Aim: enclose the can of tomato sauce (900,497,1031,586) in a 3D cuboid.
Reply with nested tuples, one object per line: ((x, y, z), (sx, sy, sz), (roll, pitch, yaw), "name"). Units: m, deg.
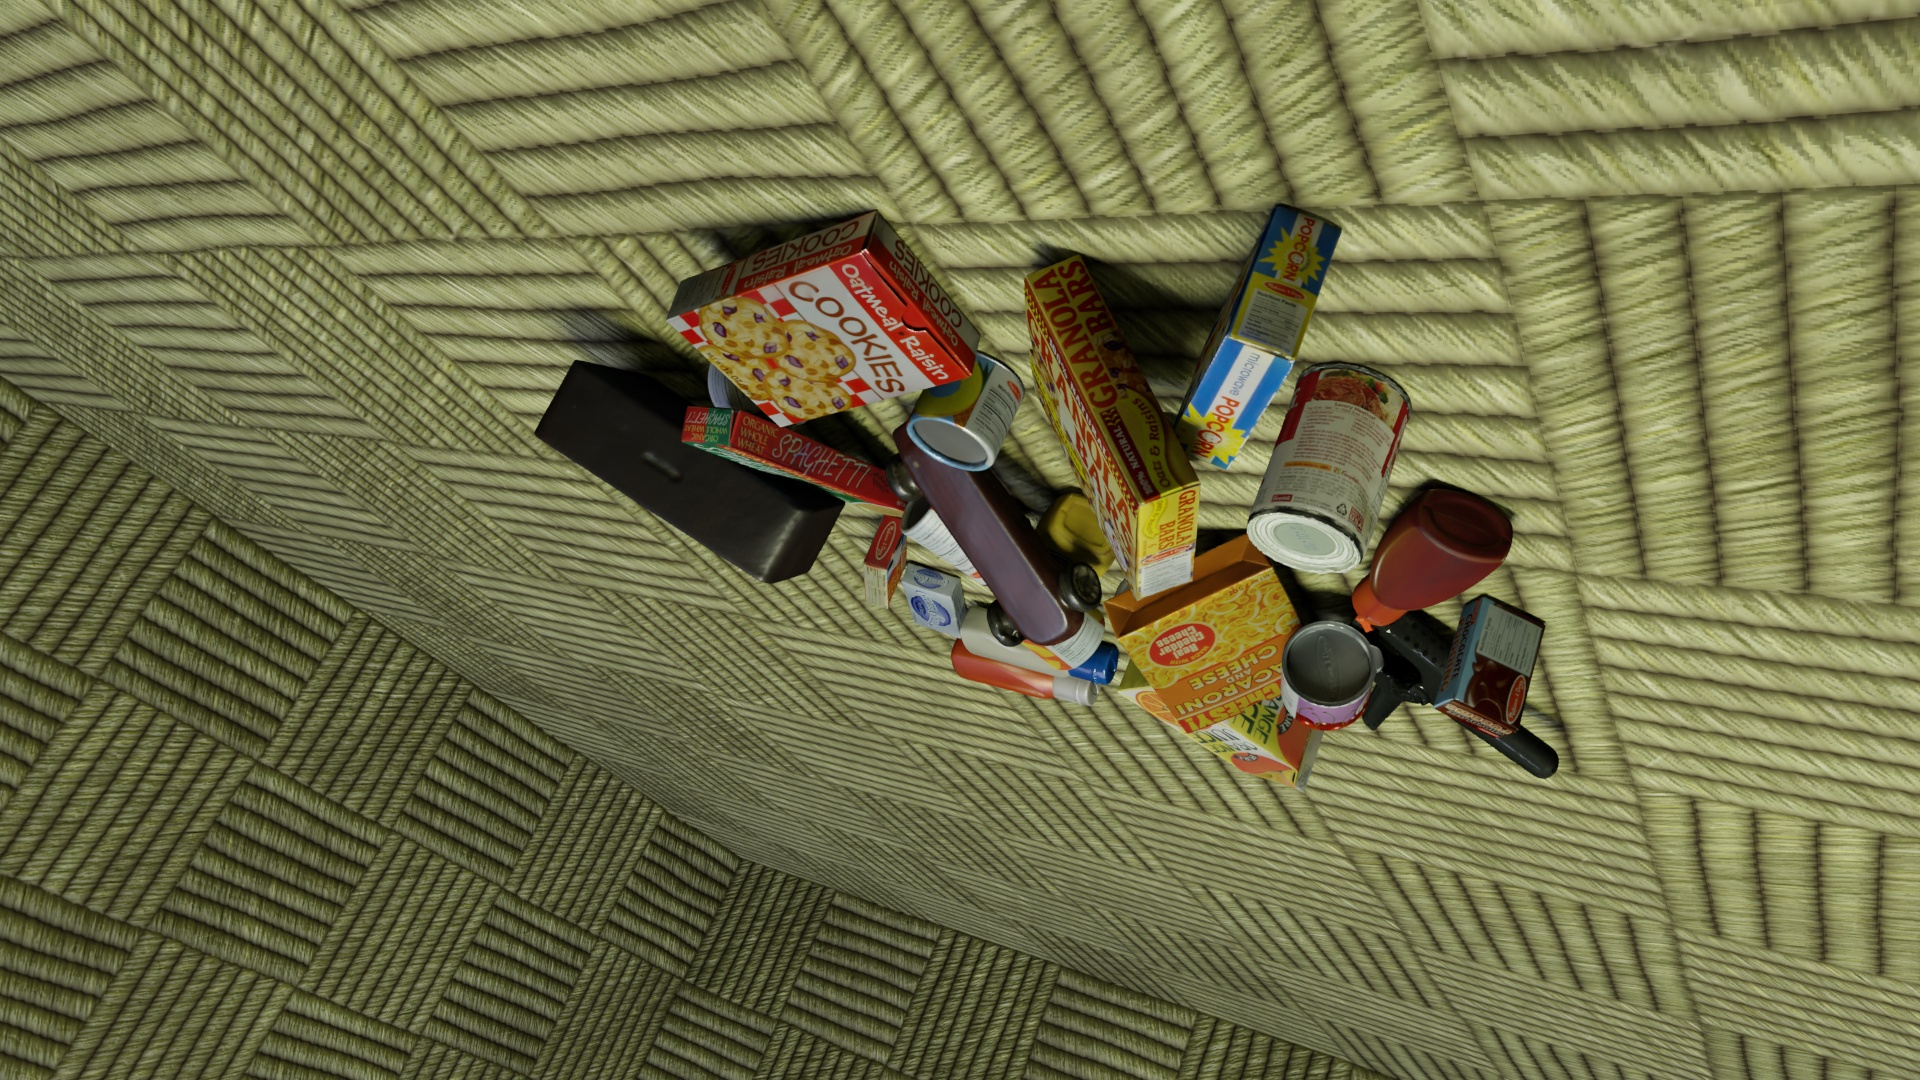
((0.004, -0.014, 1.111), (0.083, 0.071, 0.071), (33, 156, -19), "can of tomato sauce")

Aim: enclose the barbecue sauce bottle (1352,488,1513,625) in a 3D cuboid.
((0.298, 0.017, 0.906), (0.065, 0.044, 0.148), (23, 158, 4), "barbecue sauce bottle")

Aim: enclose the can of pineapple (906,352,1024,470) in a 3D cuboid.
((0.002, -0.089, 0.953), (0.071, 0.058, 0.070), (21, 157, 9), "can of pineapple")

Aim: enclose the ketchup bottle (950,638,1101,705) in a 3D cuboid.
((0.066, 0.132, 1.393), (0.149, 0.044, 0.064), (12, 155, 27), "ketchup bottle")

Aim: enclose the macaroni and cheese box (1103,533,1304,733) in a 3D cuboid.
((0.197, 0.076, 1.055), (0.123, 0.040, 0.166), (-27, 138, 12), "macaroni and cheese box")

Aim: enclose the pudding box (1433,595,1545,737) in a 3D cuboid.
((0.358, 0.085, 0.941), (0.050, 0.084, 0.030), (25, 157, -2), "pudding box")

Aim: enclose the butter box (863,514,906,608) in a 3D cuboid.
((-0.069, 0.020, 1.273), (0.024, 0.053, 0.103), (19, 158, 6), "butter box")

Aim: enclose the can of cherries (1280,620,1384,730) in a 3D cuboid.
((0.271, 0.100, 1.018), (0.071, 0.072, 0.058), (16, 158, 19), "can of cherries")

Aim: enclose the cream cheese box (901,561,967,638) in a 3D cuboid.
((-0.023, 0.059, 1.349), (0.053, 0.024, 0.103), (17, 157, 14), "cream cheese box")

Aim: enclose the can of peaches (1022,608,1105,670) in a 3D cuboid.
((0.083, 0.071, 1.217), (0.058, 0.071, 0.071), (38, 154, -30), "can of peaches")

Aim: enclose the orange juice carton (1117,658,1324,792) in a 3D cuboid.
((0.240, 0.144, 1.208), (0.192, 0.072, 0.073), (33, 157, -18), "orange juice carton")

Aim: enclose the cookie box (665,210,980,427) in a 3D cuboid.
((-0.089, -0.139, 0.911), (0.167, 0.040, 0.122), (-11, 141, 33), "cookie box")

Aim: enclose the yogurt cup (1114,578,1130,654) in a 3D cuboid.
((0.156, 0.058, 1.117), (0.072, 0.073, 0.053), (10, 145, 31), "yogurt cup")

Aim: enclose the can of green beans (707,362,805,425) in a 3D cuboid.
((-0.144, -0.118, 1.027), (0.058, 0.071, 0.071), (4, 149, 42), "can of green beans")

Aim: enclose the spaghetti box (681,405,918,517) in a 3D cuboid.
((-0.110, -0.057, 1.068), (0.050, 0.028, 0.250), (8, 173, 34), "spaghetti box")

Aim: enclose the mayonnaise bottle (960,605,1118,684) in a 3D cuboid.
((0.076, 0.102, 1.324), (0.148, 0.041, 0.064), (13, 156, 23), "mayonnaise bottle")

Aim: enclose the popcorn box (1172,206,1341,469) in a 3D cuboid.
((0.152, -0.104, 0.732), (0.038, 0.085, 0.126), (22, 157, 3), "popcorn box")

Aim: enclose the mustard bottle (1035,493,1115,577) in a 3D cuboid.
((0.083, 0.015, 1.110), (0.065, 0.049, 0.159), (30, 157, 2), "mustard bottle")

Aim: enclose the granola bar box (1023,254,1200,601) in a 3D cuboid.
((0.086, -0.063, 0.809), (0.039, 0.166, 0.123), (-21, 153, -4), "granola bar box")
